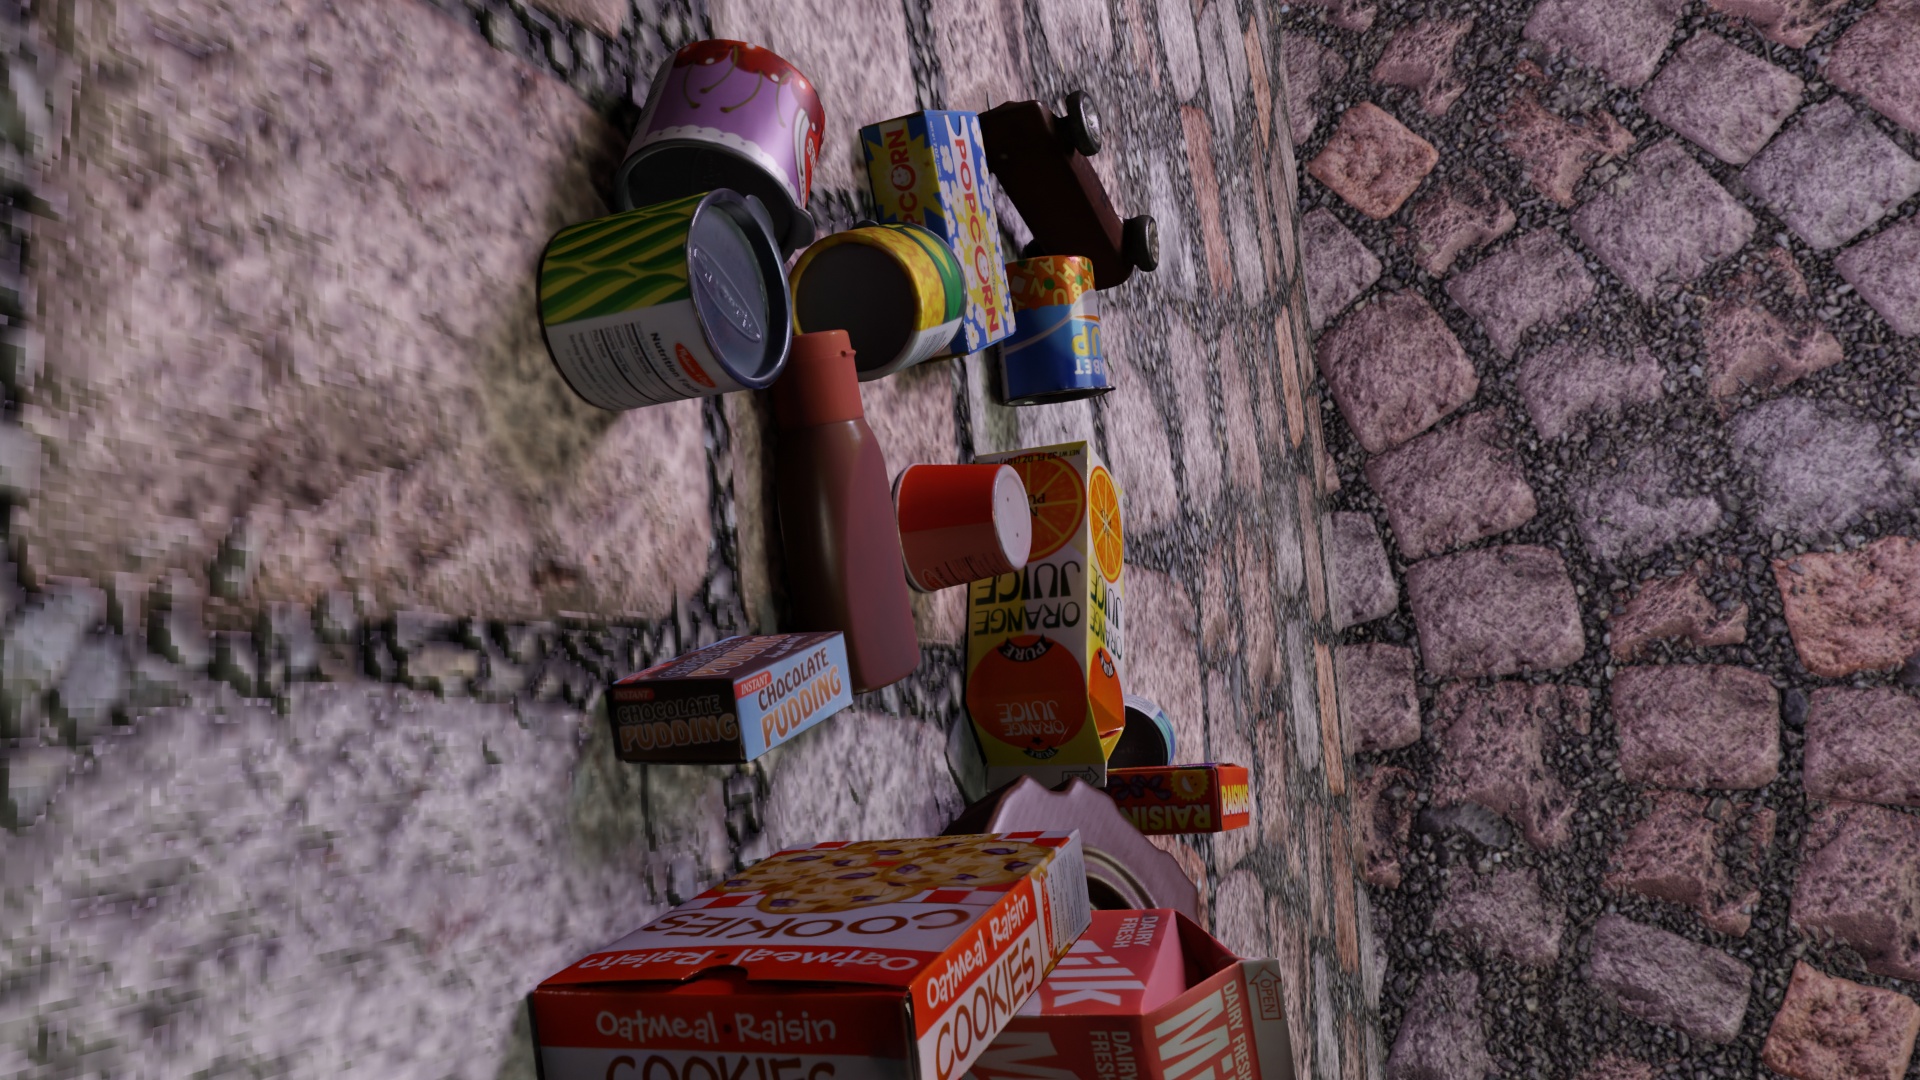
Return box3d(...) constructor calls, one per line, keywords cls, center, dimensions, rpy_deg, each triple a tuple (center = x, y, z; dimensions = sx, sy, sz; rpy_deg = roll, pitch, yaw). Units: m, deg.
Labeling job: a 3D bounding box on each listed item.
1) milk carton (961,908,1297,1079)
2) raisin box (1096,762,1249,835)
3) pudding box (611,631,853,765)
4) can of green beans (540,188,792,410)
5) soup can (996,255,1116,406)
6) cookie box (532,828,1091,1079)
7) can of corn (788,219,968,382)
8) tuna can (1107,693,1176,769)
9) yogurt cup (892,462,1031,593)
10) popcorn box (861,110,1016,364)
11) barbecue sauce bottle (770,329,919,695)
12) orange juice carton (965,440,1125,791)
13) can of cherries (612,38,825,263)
box3d(cls="milk carton", center=(0.030, 0.191, 0.530), dimensions=(0.074, 0.190, 0.072), rpy_deg=(-42, 123, -65))
box3d(cls="raisin box", center=(0.102, 0.154, 0.822), dimensions=(0.086, 0.123, 0.040), rpy_deg=(23, 63, -66))
box3d(cls="pudding box", center=(-0.078, 0.054, 0.488), dimensions=(0.084, 0.049, 0.030), rpy_deg=(-19, 103, -68))
box3d(cls="can of green beans", center=(-0.097, -0.080, 0.466), dimensions=(0.071, 0.058, 0.071), rpy_deg=(-8, 91, -69))
box3d(cls="soup can", center=(0.057, -0.129, 0.864), dimensions=(0.071, 0.071, 0.083), rpy_deg=(-5, 88, -69))
box3d(cls="cookie box", center=(-0.039, 0.136, 0.462), dimensions=(0.168, 0.123, 0.040), rpy_deg=(-9, 91, -69))
box3d(cls="can of corn", center=(-0.039, -0.109, 0.620), dimensions=(0.058, 0.071, 0.071), rpy_deg=(-40, 121, -65))
box3d(cls="tuna can", center=(0.109, 0.140, 0.925), dimensions=(0.033, 0.071, 0.071), rpy_deg=(-22, 105, -69))
box3d(cls="yogurt cup", center=(0.003, -0.009, 0.710), dimensions=(0.072, 0.054, 0.072), rpy_deg=(-8, 91, -68))
box3d(cls="popcorn box", center=(-0.009, -0.164, 0.750), dimensions=(0.085, 0.038, 0.126), rpy_deg=(-38, 119, -65))
box3d(cls="barbecue sauce bottle", center=(-0.052, -0.013, 0.585), dimensions=(0.065, 0.043, 0.148), rpy_deg=(-24, 106, -69))
box3d(cls="orange juice carton", center=(0.050, 0.047, 0.791), dimensions=(0.073, 0.072, 0.193), rpy_deg=(45, 43, -58))
box3d(cls="can of cherries", center=(-0.083, -0.136, 0.503), dimensions=(0.071, 0.071, 0.059), rpy_deg=(59, 31, -48))
